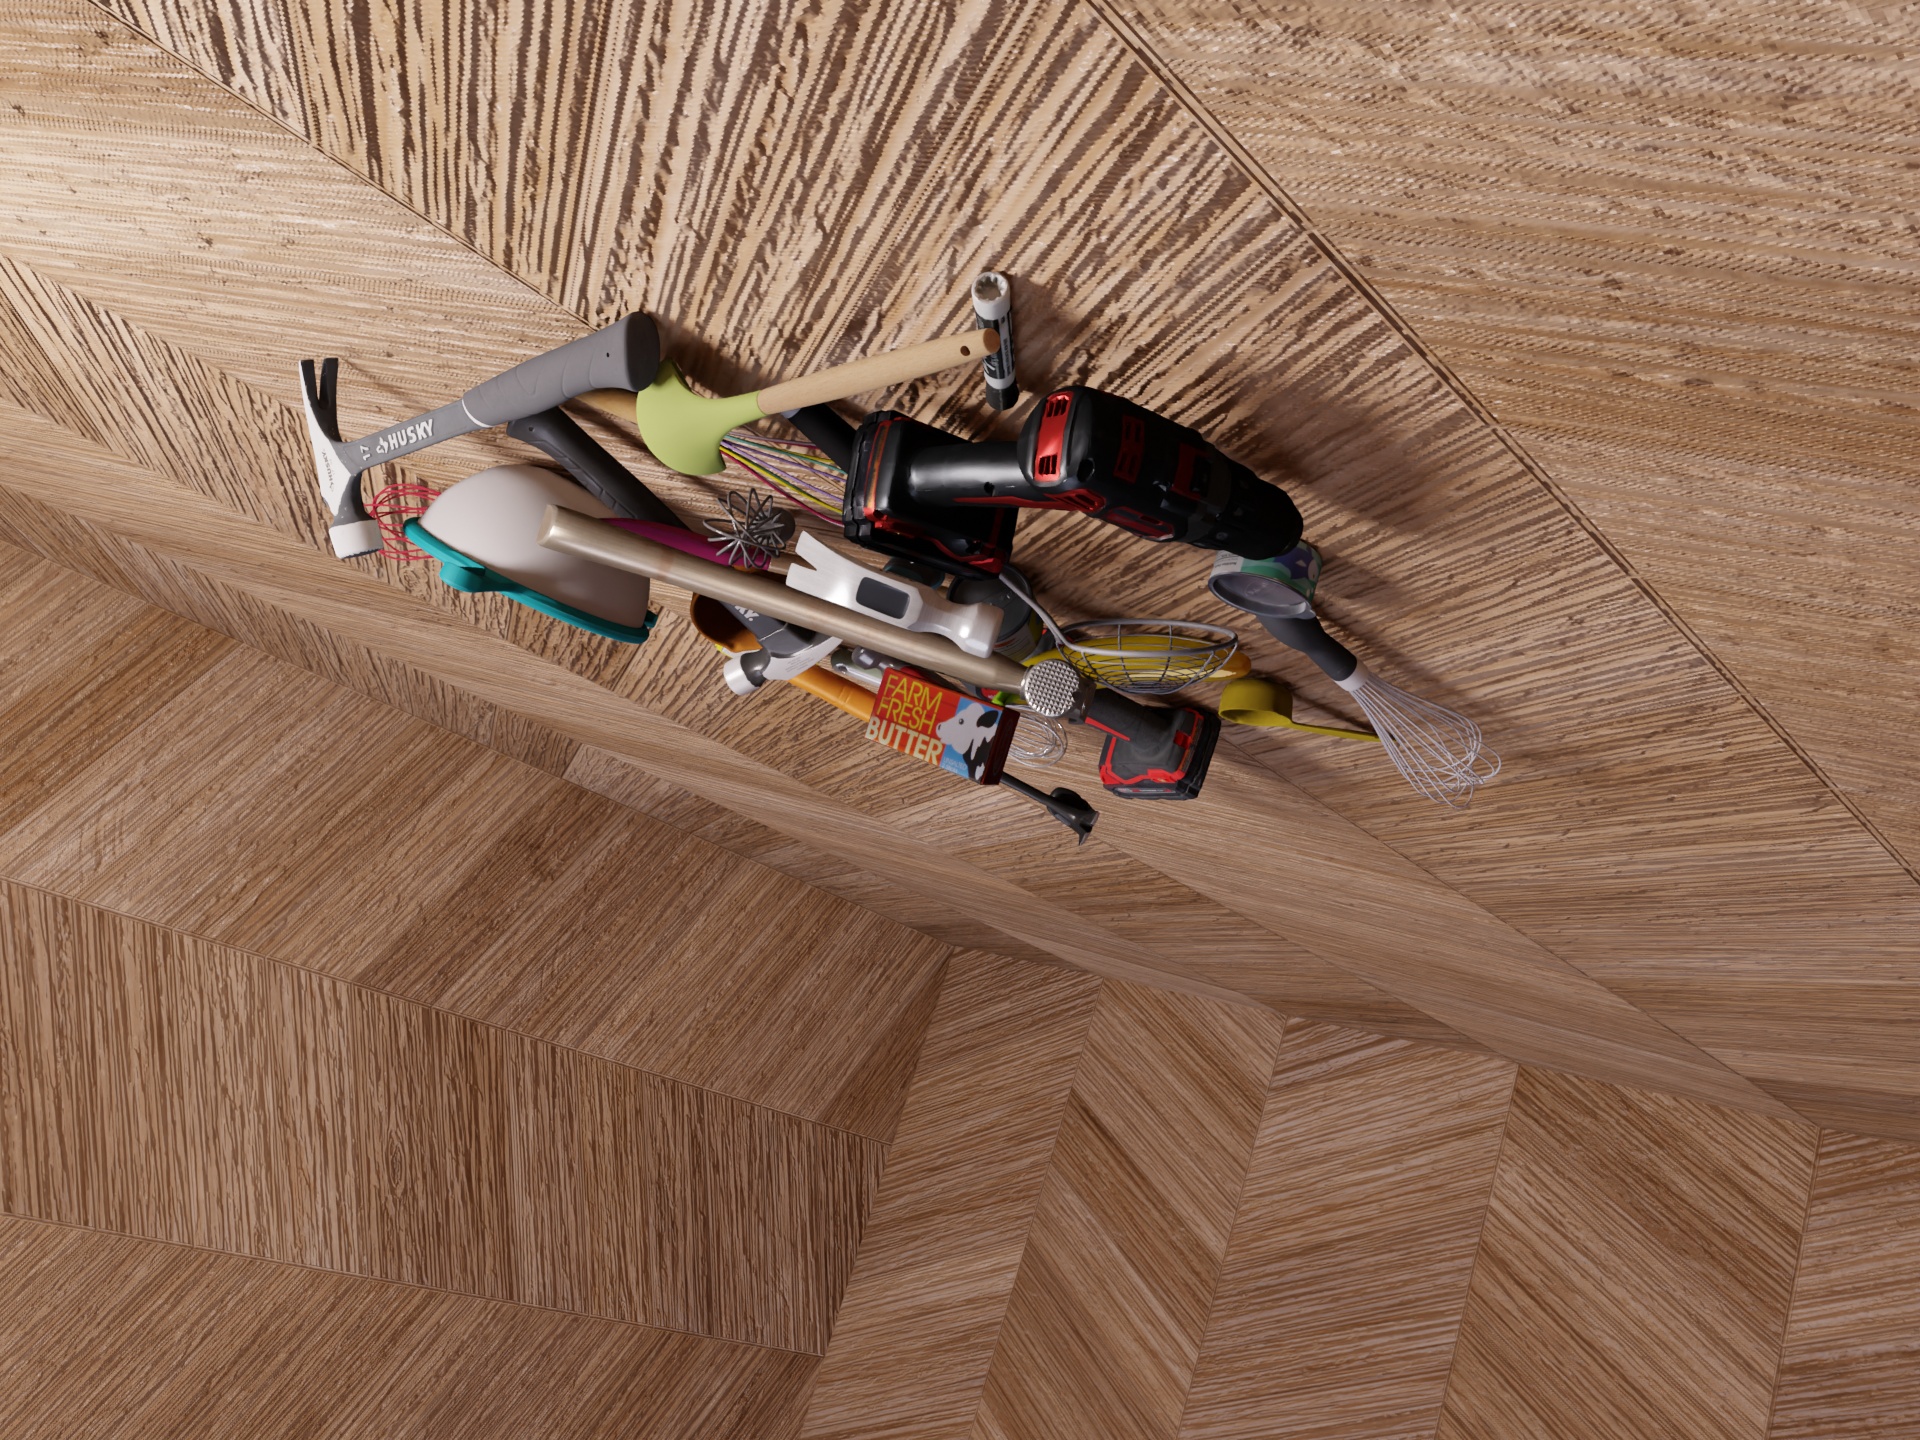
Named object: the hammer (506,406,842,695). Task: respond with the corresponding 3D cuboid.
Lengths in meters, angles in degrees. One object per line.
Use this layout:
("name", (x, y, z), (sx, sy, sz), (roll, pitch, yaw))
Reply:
("hammer", (-0.215, -0.142, 1.220), (0.146, 0.035, 0.334), (-25, 134, 24))

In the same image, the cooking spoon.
("cooking spoon", (-0.120, -0.116, 1.206), (0.318, 0.017, 0.069), (11, 167, -15))

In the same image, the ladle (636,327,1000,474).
("ladle", (-0.087, -0.192, 0.911), (0.320, 0.062, 0.078), (-2, 122, 47))

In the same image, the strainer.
("strainer", (-0.328, -0.143, 1.222), (0.211, 0.095, 0.340), (27, -177, -5))

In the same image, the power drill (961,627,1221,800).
("power drill", (0.103, -0.010, 1.359), (0.219, 0.078, 0.143), (29, 163, -29))

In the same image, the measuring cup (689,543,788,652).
("measuring cup", (-0.140, -0.101, 1.339), (0.173, 0.052, 0.095), (7, 138, -14))

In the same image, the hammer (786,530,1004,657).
("hammer", (-0.036, -0.091, 1.045), (0.128, 0.033, 0.331), (19, -172, -2))

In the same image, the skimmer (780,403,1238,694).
("skimmer", (0.038, -0.127, 1.062), (0.363, 0.090, 0.127), (37, 176, -27))

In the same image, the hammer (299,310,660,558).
("hammer", (-0.338, -0.213, 1.086), (0.409, 0.149, 0.036), (-6, -170, 42))

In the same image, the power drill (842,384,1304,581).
("power drill", (0.062, -0.126, 0.897), (0.187, 0.080, 0.227), (13, 174, -40))

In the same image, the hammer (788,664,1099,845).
("hammer", (-0.030, 0.017, 1.426), (0.336, 0.034, 0.127), (27, -177, -8))

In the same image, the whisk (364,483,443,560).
("whisk", (-0.429, -0.176, 1.434), (0.296, 0.073, 0.073), (5, 162, 24))

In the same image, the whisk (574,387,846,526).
("whisk", (-0.148, -0.184, 1.066), (0.245, 0.047, 0.051), (22, 164, 3))

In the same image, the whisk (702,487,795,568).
("whisk", (-0.140, -0.135, 1.113), (0.055, 0.055, 0.239), (19, -173, -3))

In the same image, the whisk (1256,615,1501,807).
("whisk", (0.292, -0.019, 1.118), (0.284, 0.070, 0.070), (34, 160, -35))

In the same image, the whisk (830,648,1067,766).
("whisk", (-0.012, -0.017, 1.539), (0.246, 0.059, 0.057), (22, 155, 6))

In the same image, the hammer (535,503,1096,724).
("hammer", (-0.103, -0.075, 1.116), (0.411, 0.038, 0.146), (19, 180, 10))

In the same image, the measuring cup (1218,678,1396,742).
("measuring cup", (0.278, -0.007, 1.262), (0.156, 0.029, 0.062), (10, 170, -18))

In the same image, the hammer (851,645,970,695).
("hammer", (-0.002, -0.004, 1.264), (0.143, 0.038, 0.386), (34, -178, -13))
